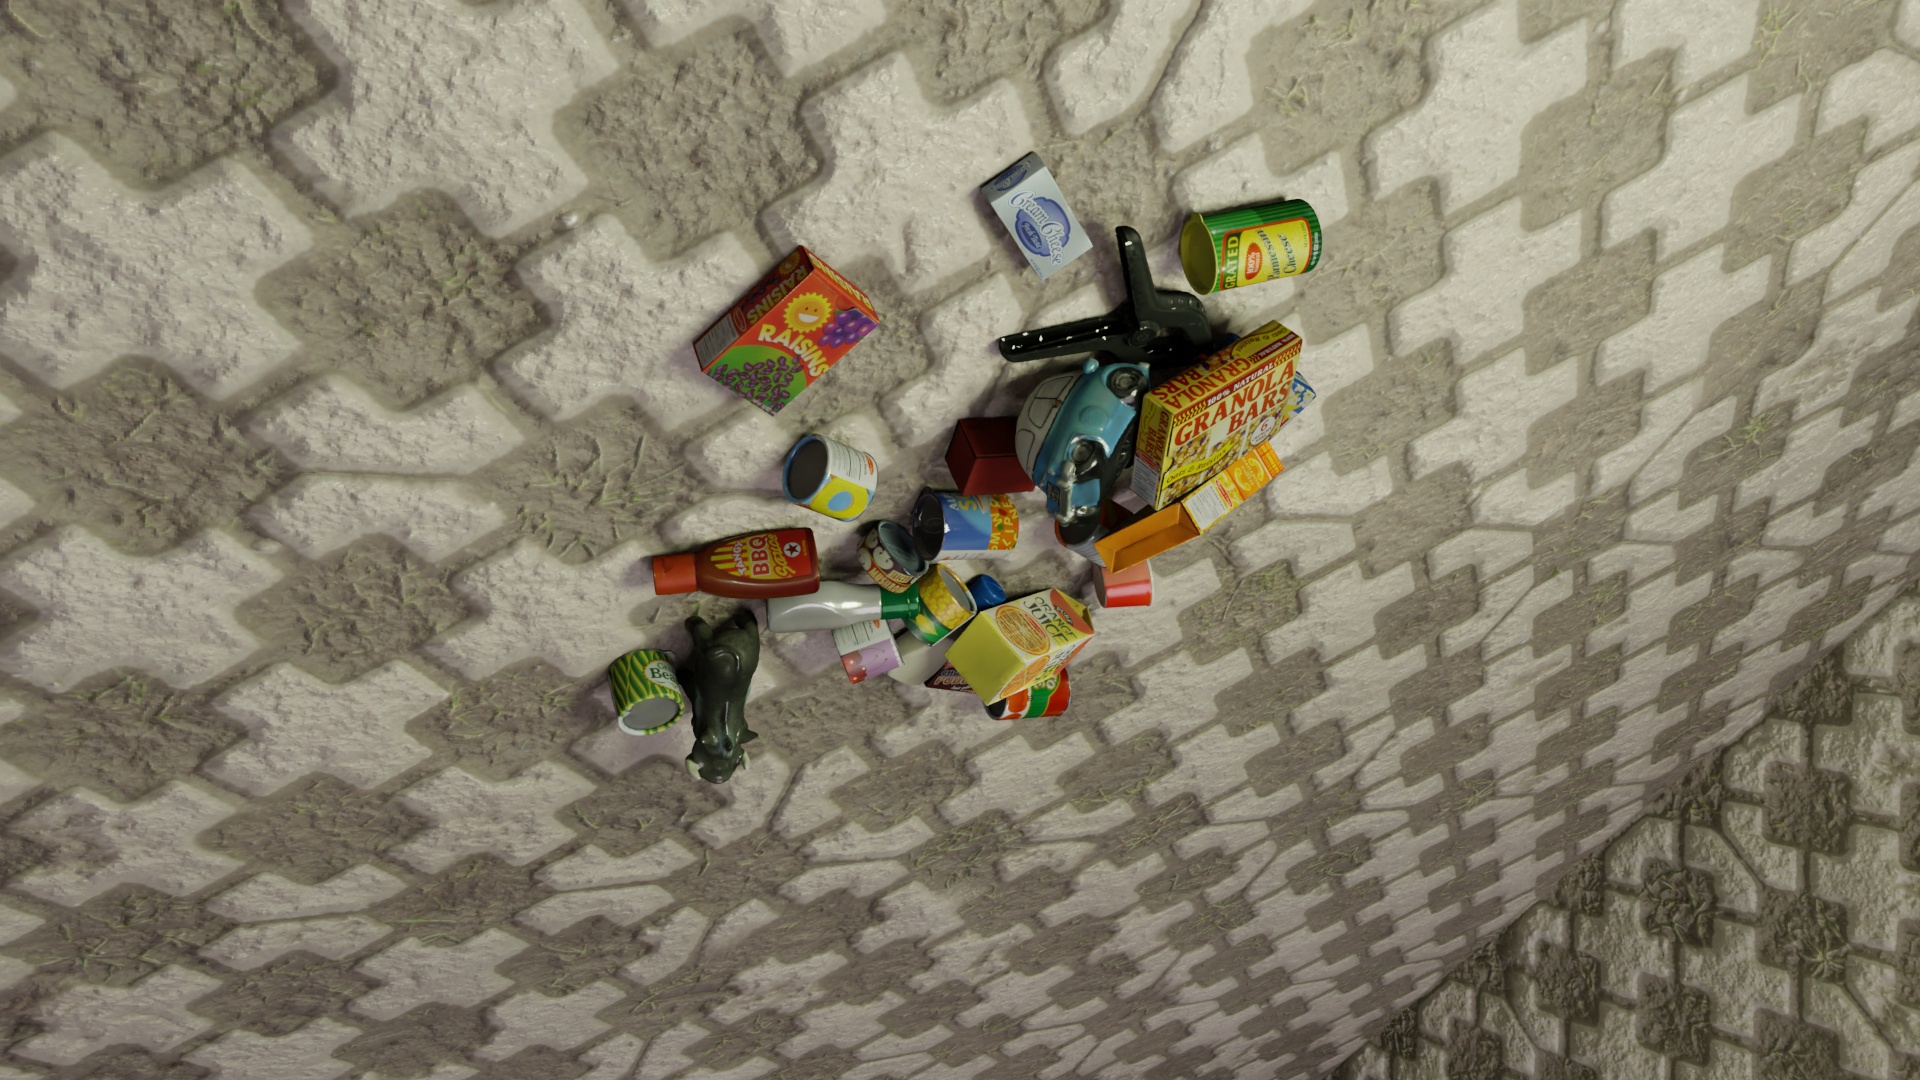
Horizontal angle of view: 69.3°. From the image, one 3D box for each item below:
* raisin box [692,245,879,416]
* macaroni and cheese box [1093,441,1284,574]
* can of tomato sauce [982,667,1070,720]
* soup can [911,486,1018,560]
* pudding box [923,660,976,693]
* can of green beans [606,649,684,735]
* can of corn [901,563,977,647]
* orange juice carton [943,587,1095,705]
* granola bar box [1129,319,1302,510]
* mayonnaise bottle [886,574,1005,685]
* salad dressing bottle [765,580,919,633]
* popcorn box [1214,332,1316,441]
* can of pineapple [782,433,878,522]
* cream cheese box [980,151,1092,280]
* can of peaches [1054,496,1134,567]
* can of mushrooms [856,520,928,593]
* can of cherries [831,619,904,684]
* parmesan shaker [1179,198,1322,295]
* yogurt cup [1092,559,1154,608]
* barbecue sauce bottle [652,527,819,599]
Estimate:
[{"bbox_3d":[-0.138,-0.165,1.105,0.123,0.040,0.086,-39,140,16],"label":"raisin box"},{"bbox_3d":[0.225,-0.033,1.364,0.167,0.040,0.123,-32,-177,-42],"label":"macaroni and cheese box"},{"bbox_3d":[0.075,0.170,1.599,0.083,0.071,0.070,-1,136,-28],"label":"can of tomato sauce"},{"bbox_3d":[0.005,-0.017,1.340,0.084,0.071,0.071,-1,136,-29],"label":"soup can"},{"bbox_3d":[0.001,0.143,1.553,0.084,0.030,0.049,12,128,-39],"label":"pudding box"},{"bbox_3d":[-0.309,0.150,1.366,0.071,0.058,0.071,-15,141,-13],"label":"can of green beans"},{"bbox_3d":[-0.027,0.064,1.416,0.058,0.071,0.071,-37,141,14],"label":"can of corn"},{"bbox_3d":[0.076,0.107,1.489,0.193,0.073,0.071,-14,148,-55],"label":"orange juice carton"},{"bbox_3d":[0.232,-0.114,1.264,0.166,0.039,0.123,-31,146,-25],"label":"granola bar box"},{"bbox_3d":[-0.016,0.095,1.480,0.147,0.041,0.064,-42,141,19],"label":"mayonnaise bottle"},{"bbox_3d":[-0.116,0.062,1.360,0.148,0.044,0.064,-3,152,-10],"label":"salad dressing bottle"},{"bbox_3d":[0.280,-0.144,1.363,0.127,0.038,0.085,19,126,-43],"label":"popcorn box"},{"bbox_3d":[-0.116,-0.054,1.226,0.058,0.071,0.070,21,123,-43],"label":"can of pineapple"},{"bbox_3d":[0.062,-0.260,1.117,0.053,0.024,0.103,-34,142,9],"label":"cream cheese box"},{"bbox_3d":[0.138,-0.014,1.414,0.058,0.071,0.071,28,119,-40],"label":"can of peaches"},{"bbox_3d":[-0.065,0.017,1.335,0.033,0.071,0.071,-41,140,22],"label":"can of mushrooms"},{"bbox_3d":[-0.095,0.110,1.430,0.058,0.072,0.071,-22,142,-4],"label":"can of cherries"},{"bbox_3d":[0.249,-0.255,1.192,0.103,0.071,0.071,-14,141,-14],"label":"parmesan shaker"},{"bbox_3d":[0.175,0.042,1.506,0.054,0.073,0.072,-10,141,-6],"label":"yogurt cup"},{"bbox_3d":[-0.206,0.025,1.276,0.149,0.065,0.043,-6,148,-10],"label":"barbecue sauce bottle"}]
